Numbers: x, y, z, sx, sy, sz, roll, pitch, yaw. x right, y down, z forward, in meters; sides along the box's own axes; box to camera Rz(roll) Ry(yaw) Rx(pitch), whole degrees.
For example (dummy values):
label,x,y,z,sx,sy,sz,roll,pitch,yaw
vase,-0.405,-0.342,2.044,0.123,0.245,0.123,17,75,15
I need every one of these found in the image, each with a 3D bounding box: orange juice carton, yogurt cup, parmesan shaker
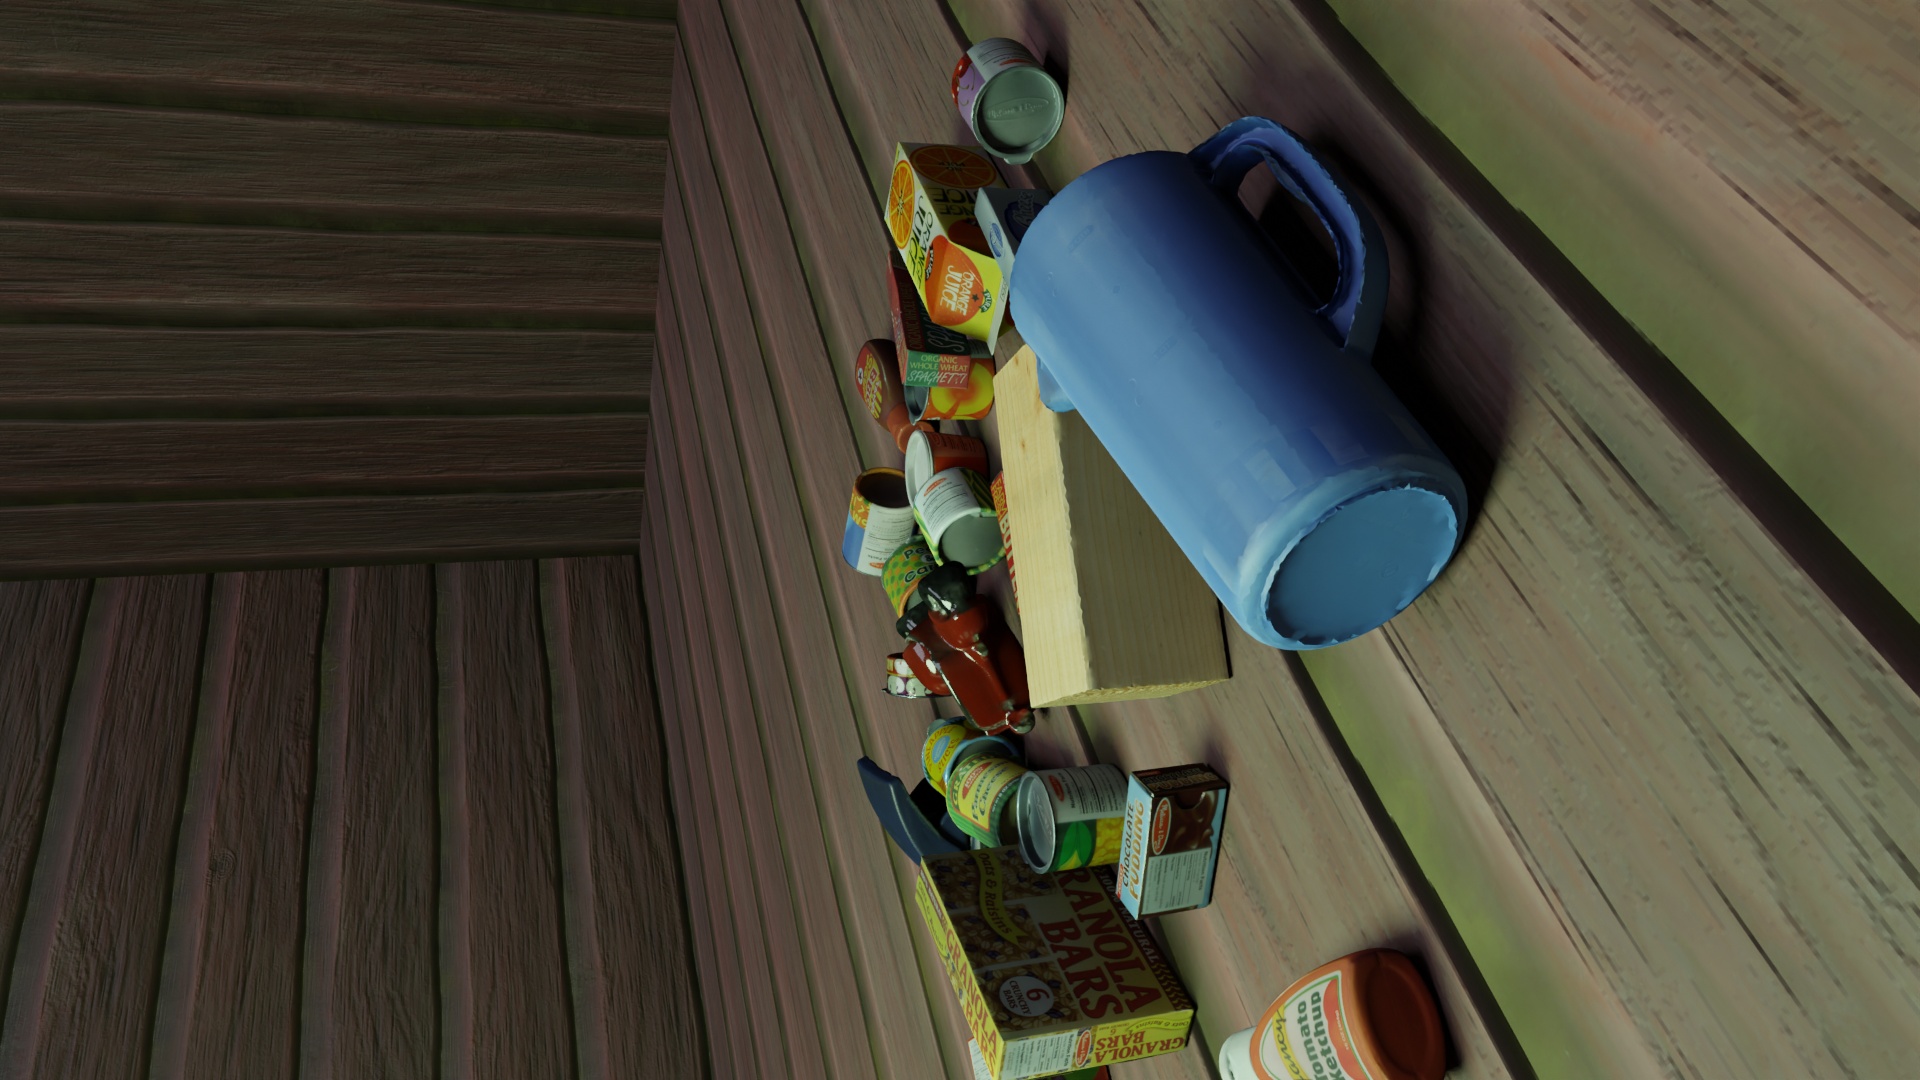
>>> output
label,x,y,z,sx,sy,sz,roll,pitch,yaw
orange juice carton,0.004,-0.224,1.051,0.193,0.073,0.071,-112,27,-44
yogurt cup,-0.011,-0.057,1.142,0.072,0.054,0.072,179,89,-71
parmesan shaker,0.039,0.192,1.012,0.103,0.071,0.071,-179,87,-70

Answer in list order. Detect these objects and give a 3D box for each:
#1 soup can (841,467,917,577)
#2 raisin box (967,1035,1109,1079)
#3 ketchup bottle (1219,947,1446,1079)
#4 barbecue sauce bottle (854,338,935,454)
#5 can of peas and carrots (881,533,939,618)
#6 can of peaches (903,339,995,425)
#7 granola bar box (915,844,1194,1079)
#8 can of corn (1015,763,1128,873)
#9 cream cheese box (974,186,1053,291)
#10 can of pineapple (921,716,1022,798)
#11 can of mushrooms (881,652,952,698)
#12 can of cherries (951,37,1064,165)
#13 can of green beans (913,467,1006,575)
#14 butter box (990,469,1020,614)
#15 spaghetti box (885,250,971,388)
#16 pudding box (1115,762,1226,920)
label,x,y,z,sx,sy,sz,roll,pitch,yaw
soup can,-0.075,-0.020,1.313,0.071,0.071,0.083,-112,28,-45
raisin box,0.061,0.389,0.934,0.040,0.086,0.124,124,140,-53
ketchup bottle,0.171,0.241,0.663,0.148,0.043,0.065,119,143,-58
barbecue sauce bottle,-0.060,-0.130,1.293,0.149,0.044,0.064,-119,33,-52
can of peas and carrots,-0.028,0.039,1.184,0.059,0.071,0.070,-121,34,-53
can of peaches,-0.010,-0.128,1.124,0.071,0.058,0.071,178,89,-70
granola bar box,0.054,0.260,0.879,0.166,0.124,0.039,-125,36,-57
can of corn,0.074,0.184,0.914,0.071,0.058,0.071,179,89,-71
cream cheese box,0.049,-0.205,0.952,0.024,0.053,0.104,104,155,-45
can of pineapple,0.008,0.176,1.090,0.058,0.071,0.071,-163,71,-69
can of mushrooms,-0.034,0.116,1.203,0.071,0.071,0.033,-172,82,-71
can of cherries,0.031,-0.307,0.971,0.058,0.071,0.071,-114,29,-48
can of green beans,0.002,-0.015,1.090,0.058,0.071,0.071,-117,31,-50
butter box,0.057,0.000,0.951,0.024,0.053,0.104,122,141,-56
spaghetti box,-0.028,-0.180,1.107,0.251,0.050,0.028,-101,17,-61
pudding box,0.120,0.171,0.793,0.030,0.050,0.083,-136,46,-61
